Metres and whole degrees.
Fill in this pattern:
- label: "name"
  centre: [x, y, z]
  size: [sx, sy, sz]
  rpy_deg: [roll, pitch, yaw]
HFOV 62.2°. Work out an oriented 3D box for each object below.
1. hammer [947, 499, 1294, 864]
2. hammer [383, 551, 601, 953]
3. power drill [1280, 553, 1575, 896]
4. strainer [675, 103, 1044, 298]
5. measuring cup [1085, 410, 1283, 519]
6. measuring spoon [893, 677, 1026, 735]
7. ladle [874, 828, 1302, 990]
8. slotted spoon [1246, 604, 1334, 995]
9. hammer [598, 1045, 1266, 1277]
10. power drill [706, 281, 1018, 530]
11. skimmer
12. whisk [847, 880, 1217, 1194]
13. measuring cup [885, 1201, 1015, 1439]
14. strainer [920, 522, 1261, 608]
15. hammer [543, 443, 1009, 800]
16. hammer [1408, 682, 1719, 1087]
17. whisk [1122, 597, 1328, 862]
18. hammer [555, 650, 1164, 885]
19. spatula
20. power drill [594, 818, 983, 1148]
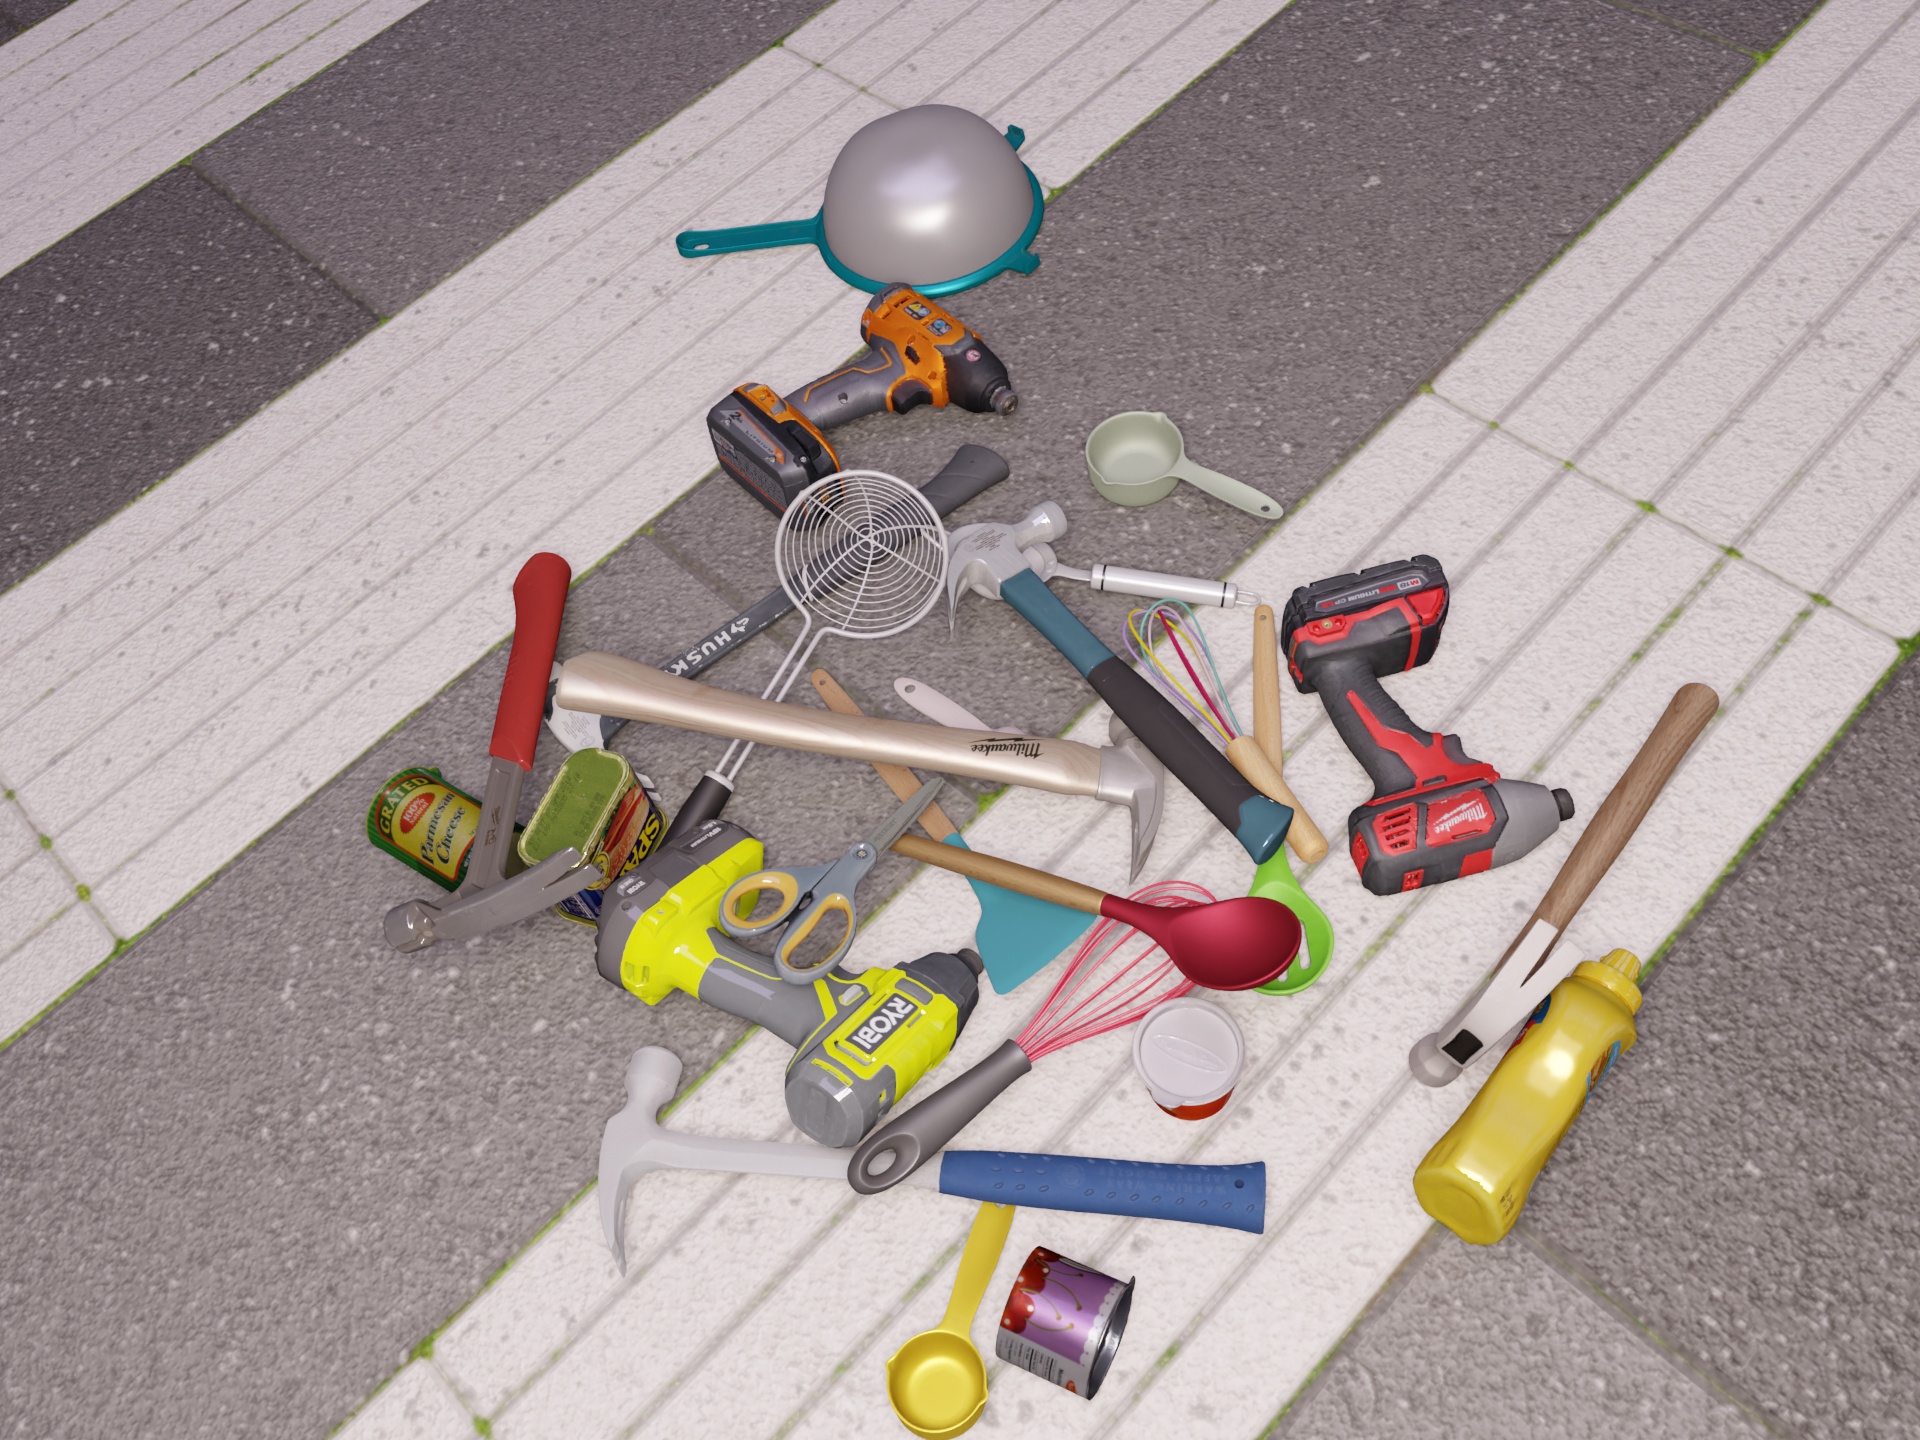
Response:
- label: "hammer"
  centre: [0.107, -0.027, 1.082]
  size: [0.128, 0.033, 0.331]
  rpy_deg: [-29, 57, -21]
- label: "hammer"
  centre: [-0.303, -0.001, 1.115]
  size: [0.149, 0.036, 0.359]
  rpy_deg: [-22, 41, 16]
- label: "power drill"
  centre: [0.308, 0.004, 1.067]
  size: [0.143, 0.078, 0.220]
  rpy_deg: [-14, 59, 0]
- label: "strainer"
  centre: [-0.098, -0.476, 1.429]
  size: [0.340, 0.095, 0.211]
  rpy_deg: [-6, 57, 4]
- label: "measuring cup"
  centre: [0.174, -0.182, 1.231]
  size: [0.168, 0.038, 0.083]
  rpy_deg: [29, 66, 22]
- label: "measuring spoon"
  centre: [-0.002, -0.004, 1.156]
  size: [0.124, 0.018, 0.034]
  rpy_deg: [31, 67, 26]
- label: "ladle"
  centre: [0.068, 0.109, 0.993]
  size: [0.316, 0.031, 0.069]
  rpy_deg: [14, 52, 35]
- label: "slotted spoon"
  centre: [0.212, 0.047, 1.082]
  size: [0.070, 0.031, 0.314]
  rpy_deg: [-6, 55, 16]
- label: "hammer"
  centre: [-0.022, 0.277, 0.959]
  size: [0.405, 0.035, 0.144]
  rpy_deg: [2, 44, 9]
- label: "power drill"
  centre: [-0.072, -0.253, 1.293]
  size: [0.226, 0.084, 0.164]
  rpy_deg: [-38, 60, -19]
- label: "skimmer"
  centre: [-0.135, -0.012, 1.124]
  size: [0.127, 0.090, 0.363]
  rpy_deg: [33, 72, -10]
- label: "whisk"
  centre: [0.050, 0.193, 0.976]
  size: [0.296, 0.073, 0.073]
  rpy_deg: [-34, 58, -21]
- label: "measuring cup"
  centre: [0.004, 0.345, 0.934]
  size: [0.062, 0.029, 0.157]
  rpy_deg: [11, 49, 17]
- label: "strainer"
  centre: [0.095, -0.106, 1.193]
  size: [0.258, 0.050, 0.087]
  rpy_deg: [9, 39, 9]
- label: "hammer"
  centre: [-0.130, -0.093, 1.225]
  size: [0.409, 0.036, 0.149]
  rpy_deg: [-36, 60, -13]
- label: "hammer"
  centre: [0.392, 0.086, 0.989]
  size: [0.031, 0.130, 0.331]
  rpy_deg: [39, 62, 13]
- label: "whisk"
  centre: [0.183, 0.001, 1.090]
  size: [0.051, 0.047, 0.245]
  rpy_deg: [-38, 52, 11]
- label: "hammer"
  centre: [-0.067, 0.017, 1.065]
  size: [0.410, 0.038, 0.146]
  rpy_deg: [9, 41, -1]
- label: "spatula"
  centre: [-0.023, 0.060, 1.101]
  size: [0.082, 0.044, 0.318]
  rpy_deg: [-39, 57, -4]
- label: "power drill"
  centre: [-0.107, 0.159, 1.020]
  size: [0.223, 0.080, 0.171]
  rpy_deg: [27, 38, 22]
